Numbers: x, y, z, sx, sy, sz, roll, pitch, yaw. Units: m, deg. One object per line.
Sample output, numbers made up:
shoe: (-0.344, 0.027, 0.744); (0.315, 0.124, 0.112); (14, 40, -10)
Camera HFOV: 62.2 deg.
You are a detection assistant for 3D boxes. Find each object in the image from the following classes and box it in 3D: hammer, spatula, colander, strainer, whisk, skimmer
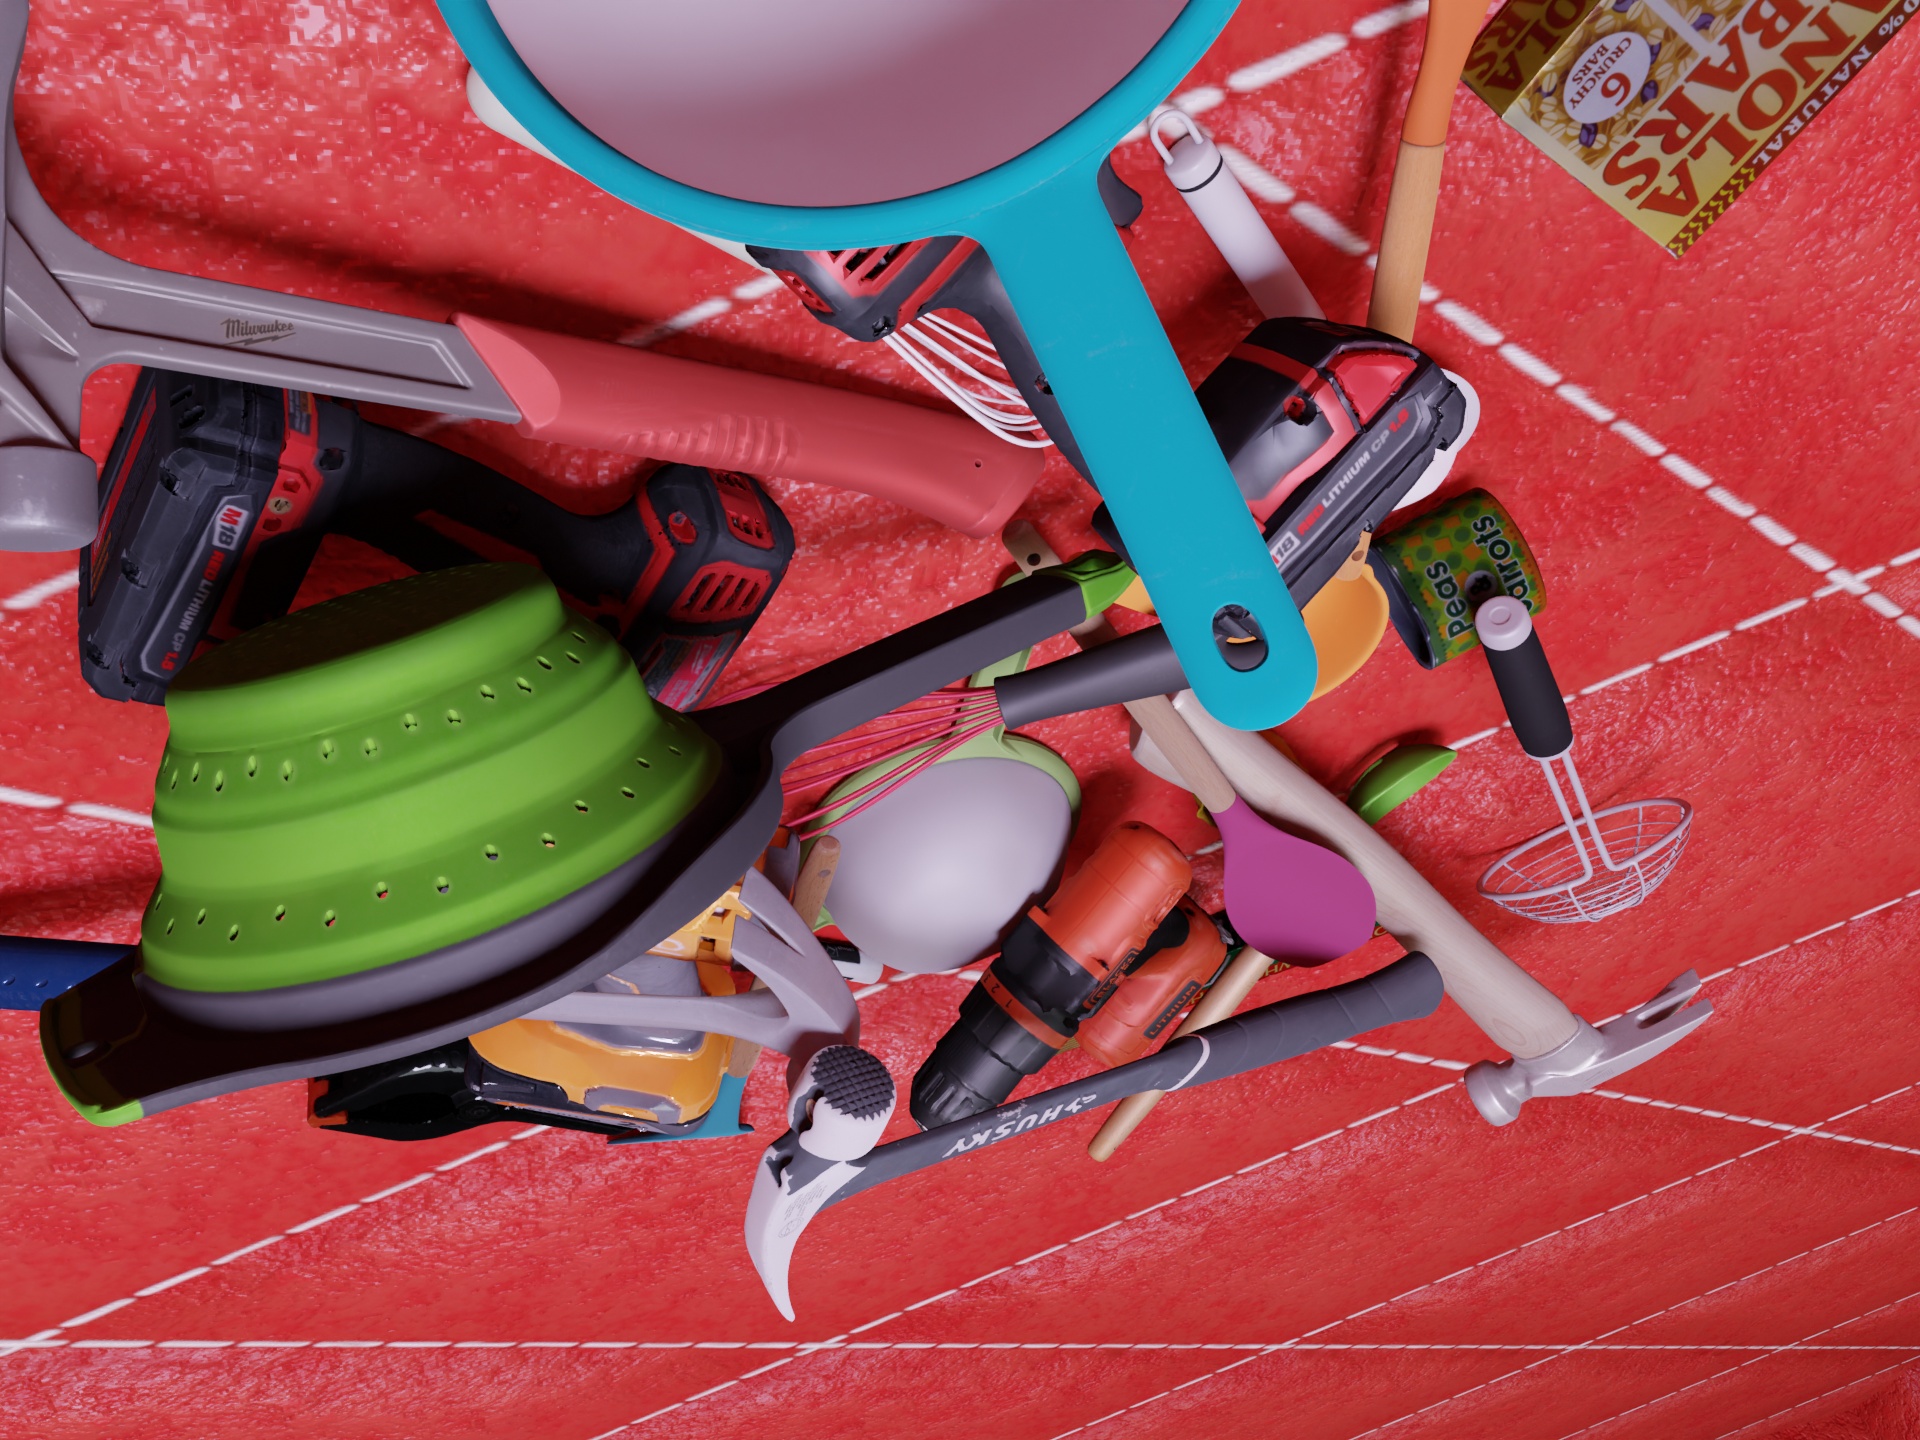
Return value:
hammer: (-0.240, 0.101, 0.612); (0.405, 0.035, 0.143); (2, 141, 6)
spatula: (0.155, -0.186, 0.562); (0.081, 0.041, 0.322); (-12, 134, -11)
colander: (-0.099, -0.019, 0.512); (0.397, 0.205, 0.094); (-26, 112, -30)
strainer: (0.005, -0.156, 0.394); (0.211, 0.340, 0.095); (-25, 179, 8)
whisk: (-0.001, -0.002, 0.669); (0.296, 0.073, 0.073); (-15, 141, 9)
hammer: (0.239, 0.090, 0.835); (0.146, 0.038, 0.410); (-36, 124, 25)
hammer: (-0.117, -0.115, 0.515); (0.359, 0.149, 0.037); (2, 174, -39)
skimmer: (0.304, 0.017, 0.827); (0.127, 0.090, 0.362); (-25, 142, 16)
strainer: (0.140, -0.144, 0.628); (0.087, 0.050, 0.258); (-25, 139, 26)
strainer: (0.009, 0.044, 0.751); (0.151, 0.069, 0.256); (-3, 138, -21)
whisk: (-0.047, -0.154, 0.531); (0.246, 0.059, 0.058); (20, 81, -34)
spatula: (-0.115, 0.158, 0.834); (0.082, 0.044, 0.317); (3, 135, -24)
hammer: (0.083, 0.163, 0.717); (0.408, 0.036, 0.149); (-7, 136, -37)

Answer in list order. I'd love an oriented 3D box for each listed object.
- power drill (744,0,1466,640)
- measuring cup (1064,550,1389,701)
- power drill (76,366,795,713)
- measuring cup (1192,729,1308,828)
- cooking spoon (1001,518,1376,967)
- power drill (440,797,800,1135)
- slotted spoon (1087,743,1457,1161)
power drill: (0.064, -0.155, 0.509); (0.226, 0.080, 0.188); (39, 94, -29)
measuring cup: (0.108, -0.060, 0.696); (0.173, 0.052, 0.095); (15, 128, -32)
power drill: (-0.181, -0.047, 0.566); (0.219, 0.079, 0.143); (13, 129, -38)
measuring cup: (0.158, 0.056, 0.866); (0.062, 0.029, 0.156); (-22, 143, 0)
cooking spoon: (0.109, 0.021, 0.733); (0.069, 0.017, 0.318); (-30, 126, 17)
power drill: (-0.173, 0.096, 0.681); (0.185, 0.084, 0.226); (12, 145, -7)
slotted spoon: (0.167, 0.131, 0.896); (0.313, 0.031, 0.070); (-54, 156, 13)
